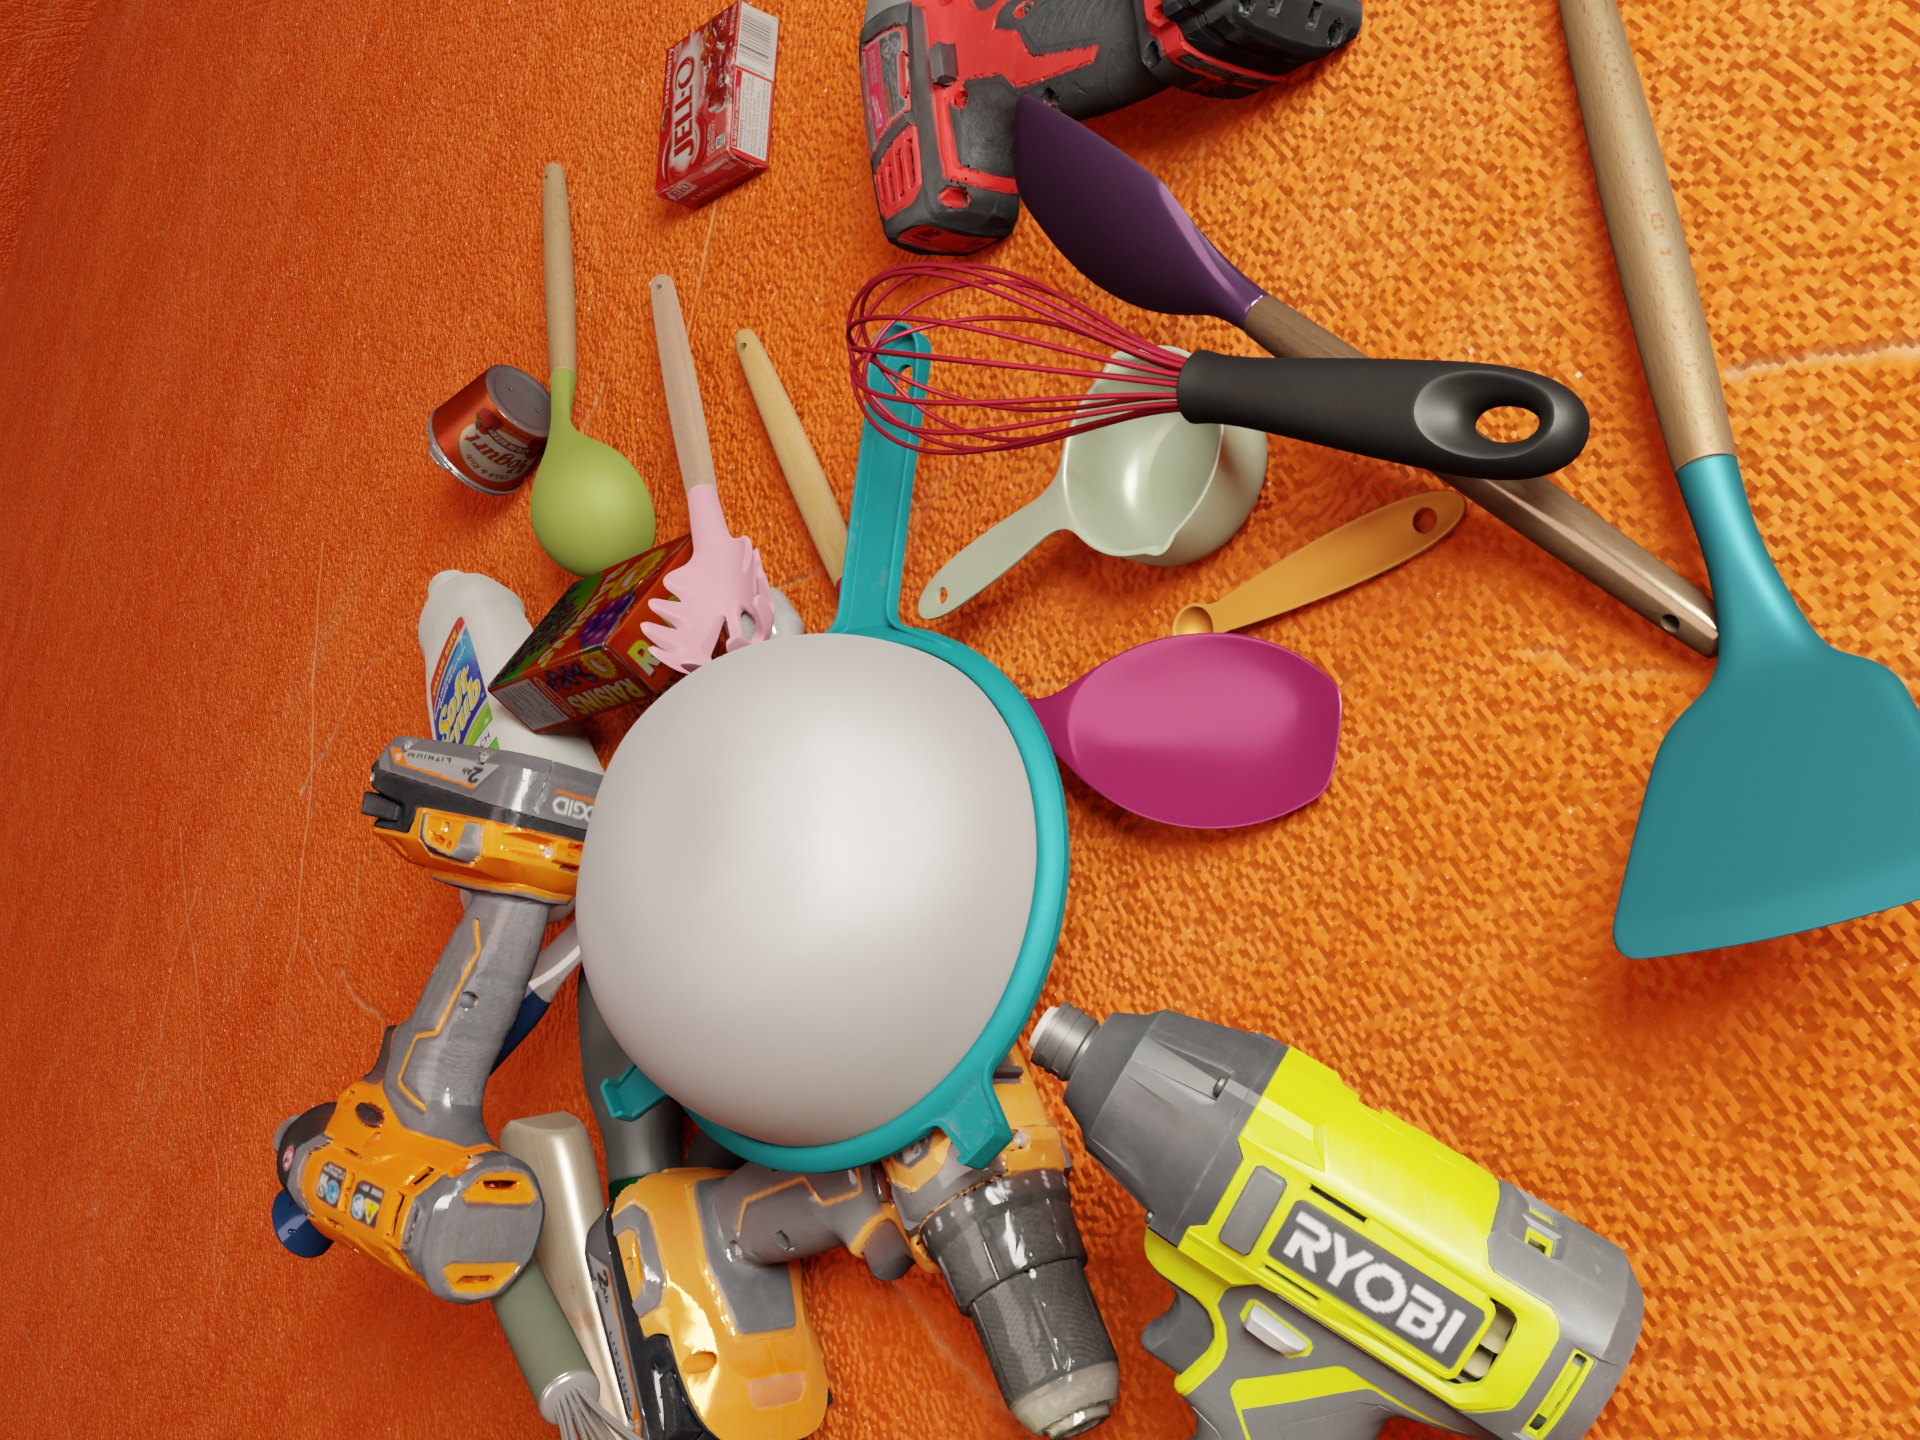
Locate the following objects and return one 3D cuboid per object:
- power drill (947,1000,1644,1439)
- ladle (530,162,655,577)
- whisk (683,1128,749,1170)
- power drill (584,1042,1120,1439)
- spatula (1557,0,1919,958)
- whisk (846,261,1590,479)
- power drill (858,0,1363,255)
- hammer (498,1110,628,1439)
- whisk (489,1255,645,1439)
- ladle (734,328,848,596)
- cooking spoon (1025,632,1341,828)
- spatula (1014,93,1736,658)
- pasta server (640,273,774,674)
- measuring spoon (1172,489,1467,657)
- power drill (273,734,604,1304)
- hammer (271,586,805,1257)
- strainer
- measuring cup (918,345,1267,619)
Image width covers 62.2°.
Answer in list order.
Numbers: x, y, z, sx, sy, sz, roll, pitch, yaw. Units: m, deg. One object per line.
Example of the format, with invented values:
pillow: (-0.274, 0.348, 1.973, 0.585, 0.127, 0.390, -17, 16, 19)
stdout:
power drill: (0.063, 0.201, 0.463, 0.171, 0.080, 0.223, 29, 107, 16)
ladle: (-0.225, -0.218, 0.942, 0.078, 0.062, 0.320, -41, 47, 38)
whisk: (-0.069, 0.132, 0.689, 0.239, 0.055, 0.055, -59, 45, 29)
power drill: (-0.042, 0.215, 0.616, 0.226, 0.084, 0.186, -45, 53, 27)
spatula: (0.192, -0.095, 0.428, 0.082, 0.044, 0.318, -26, 59, 43)
whisk: (0.063, -0.111, 0.523, 0.296, 0.073, 0.073, 18, 96, 42)
power drill: (0.039, -0.281, 0.616, 0.220, 0.078, 0.143, -10, 85, 50)
hammer: (-0.129, 0.365, 0.677, 0.146, 0.038, 0.411, -46, 58, 34)
whisk: (-0.150, 0.272, 0.625, 0.058, 0.059, 0.246, -50, 34, -8)
ladle: (-0.060, -0.081, 0.731, 0.069, 0.031, 0.316, -39, 52, 20)
cooking spoon: (-0.001, -0.002, 0.620, 0.319, 0.017, 0.069, 4, 82, 37)
spatula: (0.114, -0.117, 0.515, 0.316, 0.018, 0.059, 46, 154, 32)
pasta server: (-0.135, -0.134, 0.789, 0.060, 0.040, 0.317, -25, 50, 9)
measuring spoon: (0.120, -0.049, 0.538, 0.117, 0.011, 0.021, -26, 69, 38)
power drill: (-0.239, 0.126, 0.719, 0.164, 0.084, 0.226, 5, 79, 38)
hammer: (-0.194, 0.122, 0.761, 0.405, 0.035, 0.144, -45, 52, 13)
strainer: (-0.064, -0.009, 0.594, 0.211, 0.095, 0.340, -4, 72, 37)
measuring cup: (0.047, -0.075, 0.604, 0.167, 0.038, 0.083, -32, 60, 42)
